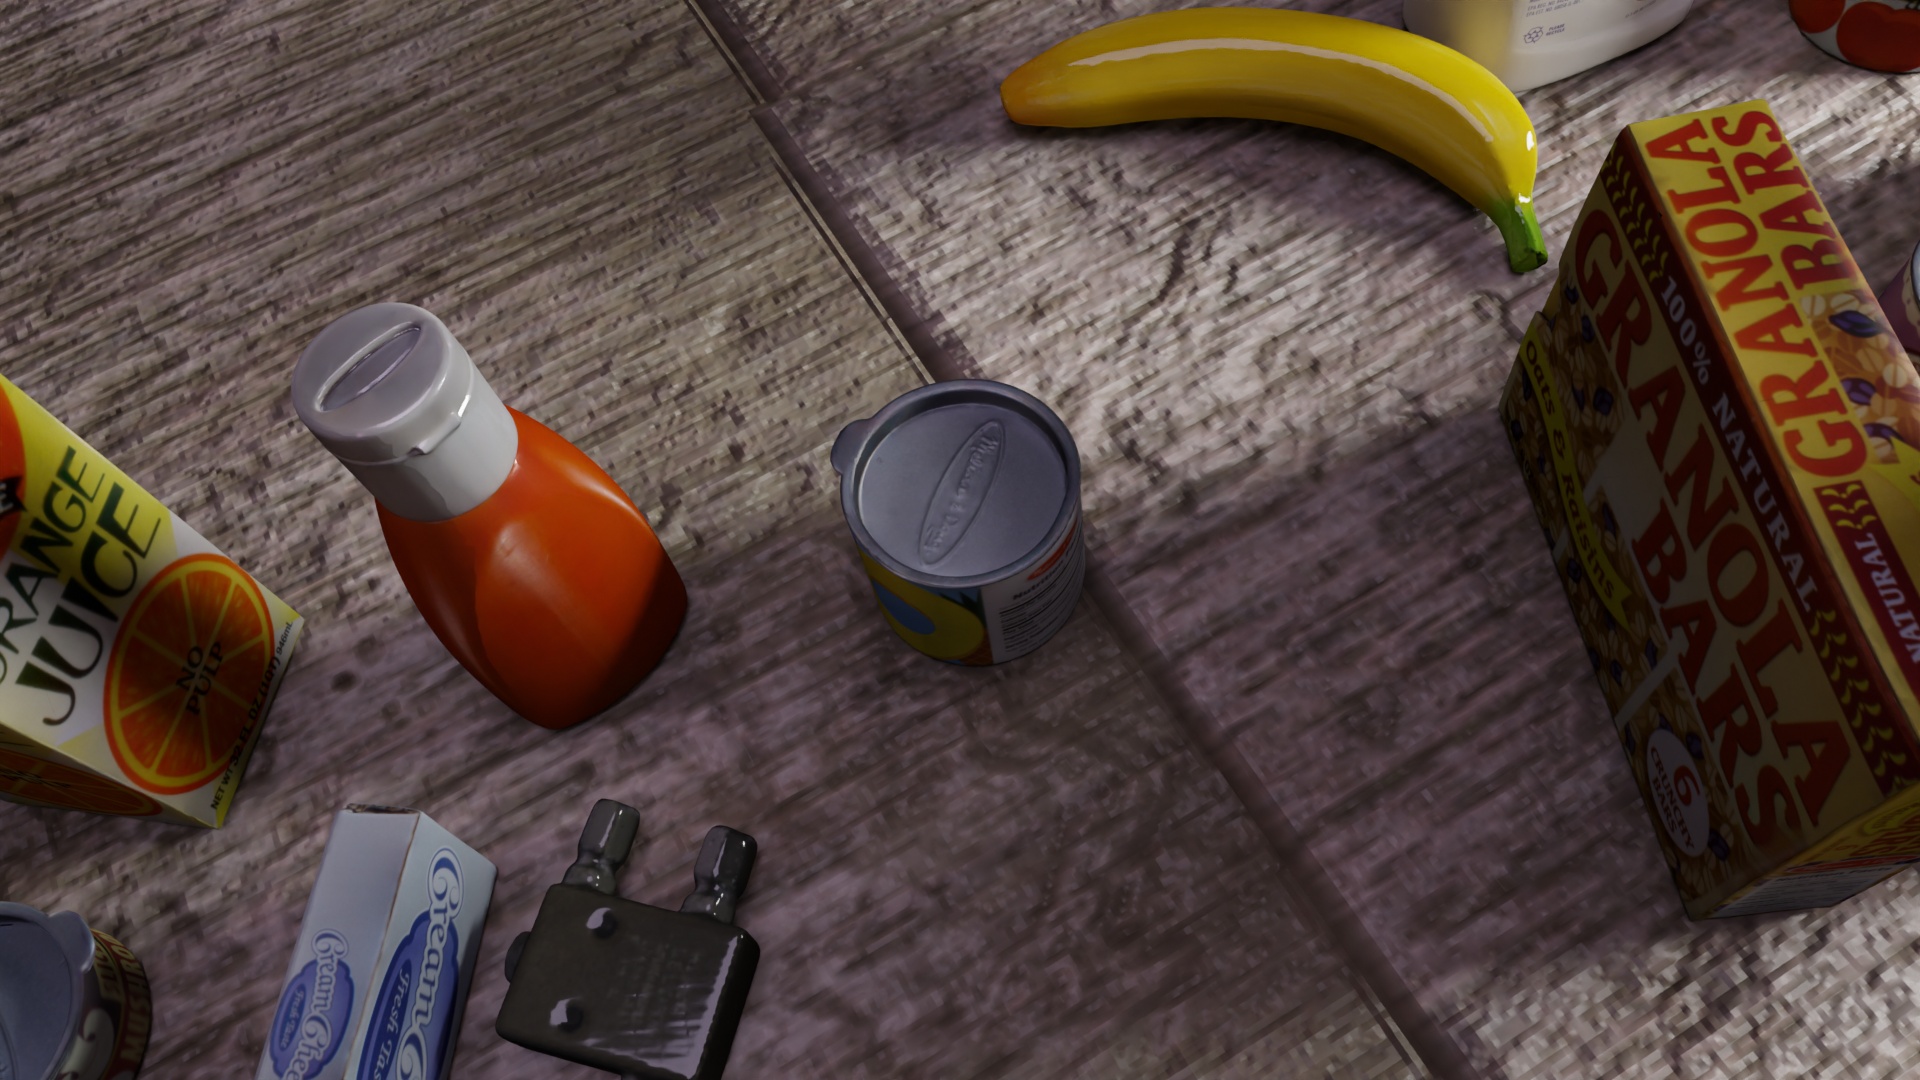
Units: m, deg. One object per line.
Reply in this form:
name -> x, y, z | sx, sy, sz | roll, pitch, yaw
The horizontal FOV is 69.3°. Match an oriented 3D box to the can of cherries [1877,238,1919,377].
can of cherries -> 0.292, -0.051, 0.396 | 0.071, 0.058, 0.072 | -3, 62, 5

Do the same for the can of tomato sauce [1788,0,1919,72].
can of tomato sauce -> 0.327, -0.209, 0.463 | 0.071, 0.082, 0.071 | -3, 62, 5

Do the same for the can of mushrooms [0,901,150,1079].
can of mushrooms -> -0.255, 0.131, 0.371 | 0.071, 0.033, 0.071 | -3, 62, 5

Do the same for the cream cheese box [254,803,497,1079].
cream cheese box -> -0.150, 0.125, 0.351 | 0.024, 0.053, 0.104 | 2, 62, 7

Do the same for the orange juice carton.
orange juice carton -> -0.257, 0.008, 0.347 | 0.073, 0.191, 0.072 | 5, 63, 9

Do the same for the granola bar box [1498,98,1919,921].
granola bar box -> 0.189, -0.003, 0.343 | 0.039, 0.123, 0.166 | -9, 61, 2

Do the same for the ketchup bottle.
ketchup bottle -> -0.119, -0.003, 0.363 | 0.043, 0.148, 0.065 | 36, 71, 22

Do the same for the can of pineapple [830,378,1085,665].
can of pineapple -> 0.001, -0.005, 0.403 | 0.071, 0.057, 0.071 | -3, 62, 5
